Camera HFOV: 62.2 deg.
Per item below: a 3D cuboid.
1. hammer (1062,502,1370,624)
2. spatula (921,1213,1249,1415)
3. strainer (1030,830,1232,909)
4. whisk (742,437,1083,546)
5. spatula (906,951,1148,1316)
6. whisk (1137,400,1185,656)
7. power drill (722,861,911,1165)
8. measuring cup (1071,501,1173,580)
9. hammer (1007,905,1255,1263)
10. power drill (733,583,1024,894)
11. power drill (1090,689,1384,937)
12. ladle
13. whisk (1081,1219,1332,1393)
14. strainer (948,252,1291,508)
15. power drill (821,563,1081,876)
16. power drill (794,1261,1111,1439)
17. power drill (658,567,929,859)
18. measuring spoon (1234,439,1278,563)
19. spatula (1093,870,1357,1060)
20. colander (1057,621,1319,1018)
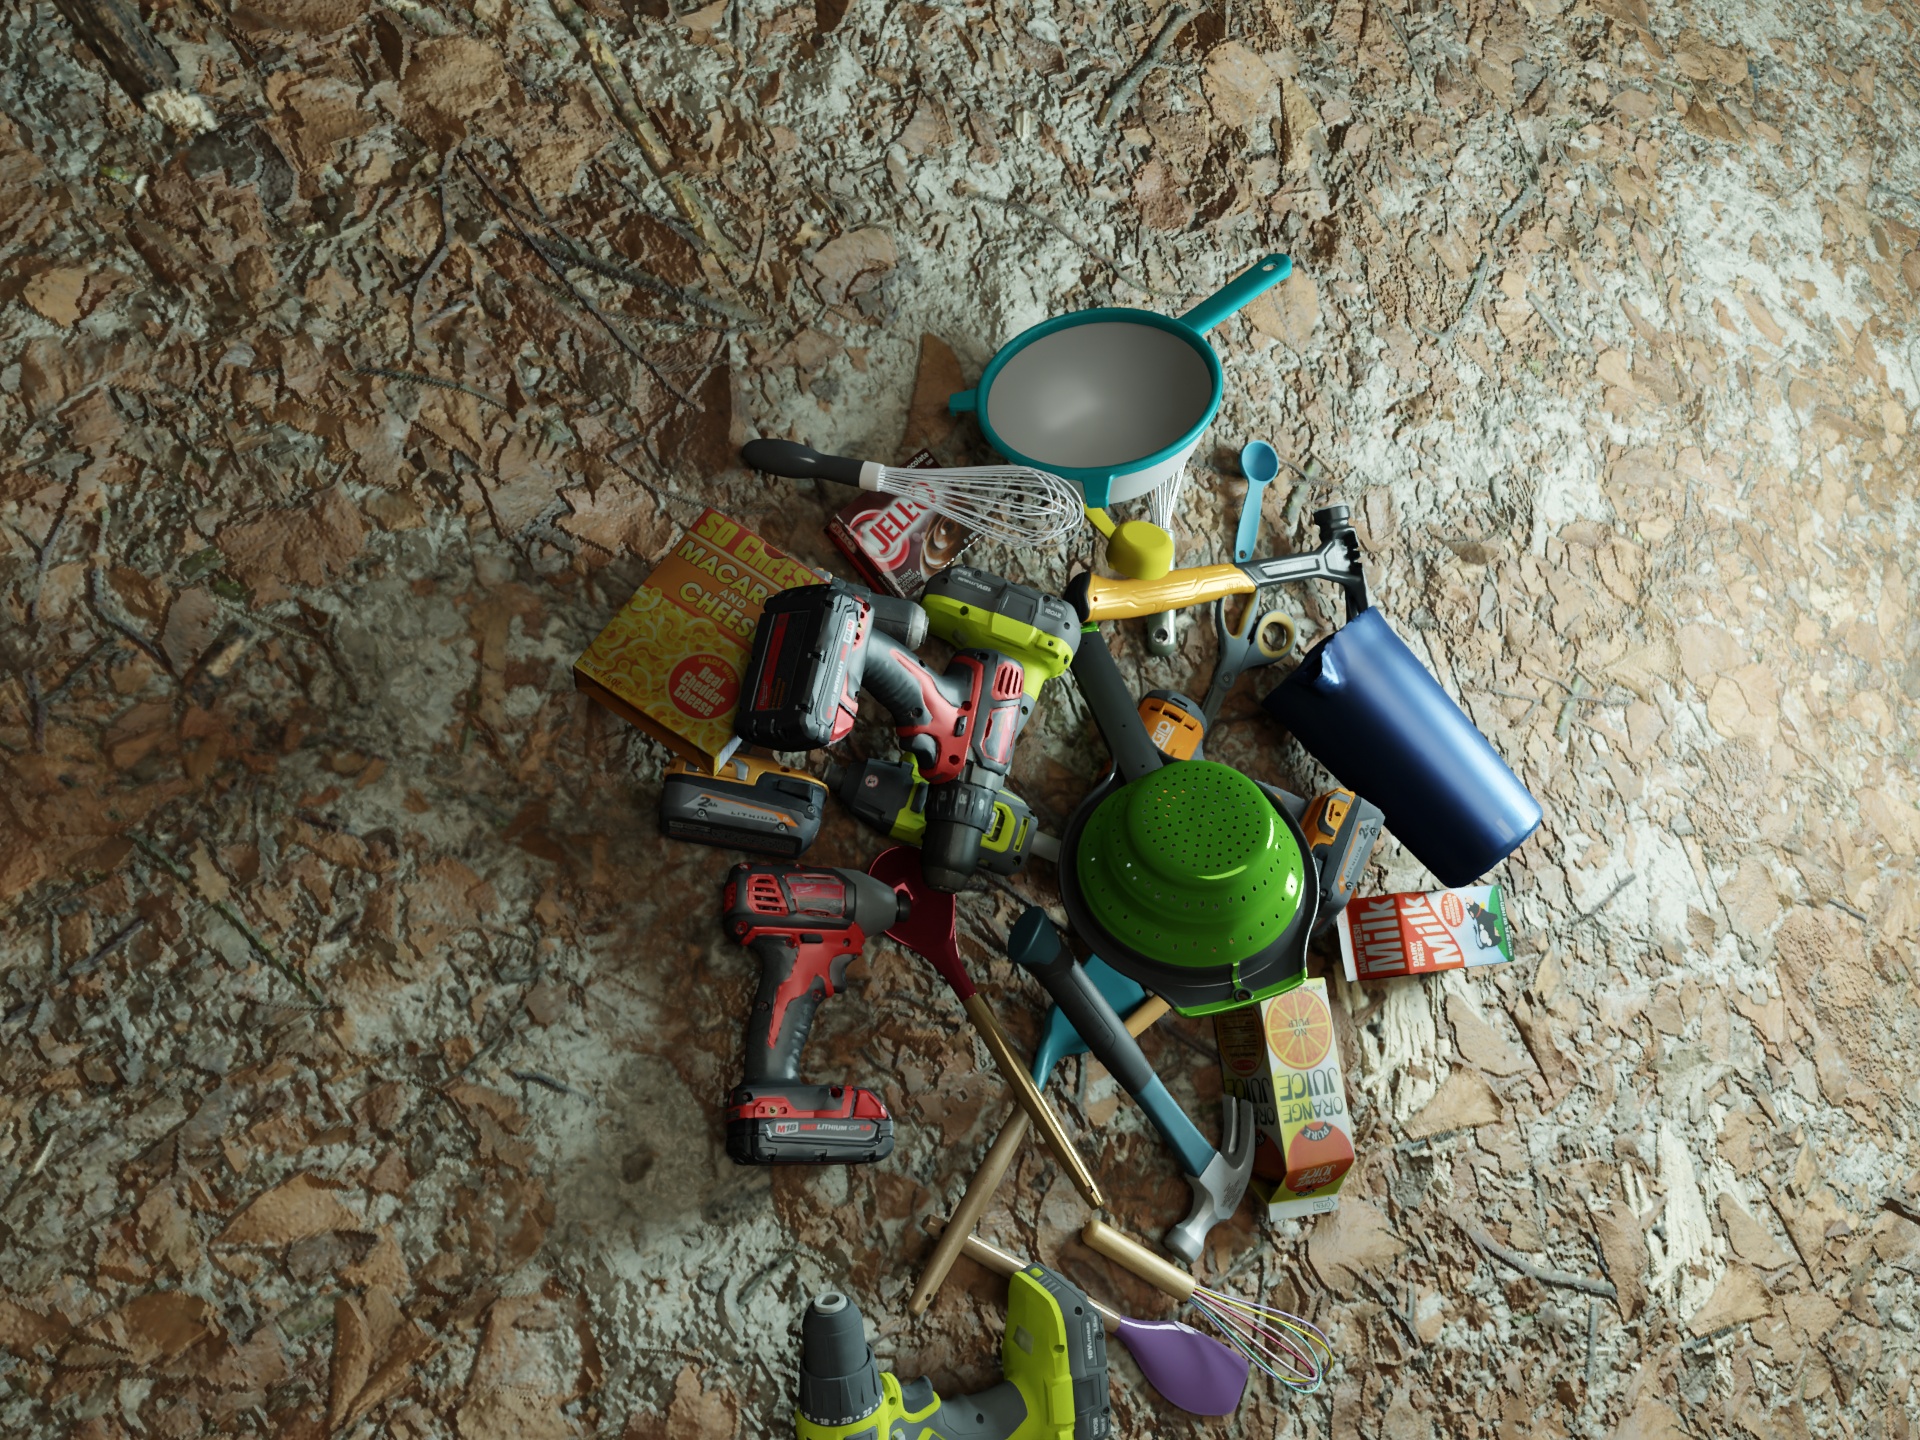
[{"bbox_3d":[0.235,-0.117,1.425,0.336,0.034,0.127,-11,88,-31],"label":"hammer"},{"bbox_3d":[0.100,0.465,1.249,0.315,0.018,0.060,34,67,-15],"label":"spatula"},{"bbox_3d":[0.113,0.123,1.334,0.258,0.050,0.087,23,48,-12],"label":"strainer"},{"bbox_3d":[-0.040,-0.189,1.282,0.284,0.070,0.070,12,69,8],"label":"whisk"},{"bbox_3d":[0.048,0.320,1.238,0.082,0.044,0.318,52,54,-28],"label":"spatula"},{"bbox_3d":[0.182,-0.178,1.444,0.058,0.059,0.246,-1,79,12],"label":"whisk"},{"bbox_3d":[-0.106,0.216,1.183,0.143,0.078,0.220,5,71,-19],"label":"power drill"},{"bbox_3d":[0.129,-0.179,1.381,0.062,0.029,0.157,-16,50,-29],"label":"measuring cup"},{"bbox_3d":[0.134,0.277,1.254,0.128,0.033,0.330,-47,116,-25],"label":"hammer"},{"bbox_3d":[-0.050,0.014,1.155,0.226,0.080,0.188,24,72,-41],"label":"power drill"},{"bbox_3d":[0.222,0.088,1.337,0.226,0.084,0.164,29,59,8],"label":"power drill"},{"bbox_3d":[0.022,0.237,1.232,0.069,0.031,0.315,-30,77,-11],"label":"ladle"},{"bbox_3d":[0.198,0.473,1.283,0.245,0.047,0.051,33,53,-9],"label":"whisk"},{"bbox_3d":[0.171,-0.294,1.404,0.340,0.095,0.211,-38,55,-19],"label":"strainer"},{"bbox_3d":[-0.002,-0.004,1.285,0.171,0.080,0.223,20,71,-4],"label":"power drill"},{"bbox_3d":[-0.011,0.476,1.138,0.228,0.080,0.190,-10,101,-28],"label":"power drill"},{"bbox_3d":[-0.128,-0.013,1.214,0.185,0.084,0.226,10,69,-6],"label":"power drill"},{"bbox_3d":[0.272,-0.203,1.511,0.042,0.021,0.129,16,79,-22],"label":"measuring spoon"},{"bbox_3d":[0.226,0.198,1.353,0.322,0.041,0.081,-32,109,-35],"label":"spatula"},{"bbox_3d":[0.153,0.035,1.259,0.204,0.094,0.398,-15,56,-10],"label":"colander"}]
